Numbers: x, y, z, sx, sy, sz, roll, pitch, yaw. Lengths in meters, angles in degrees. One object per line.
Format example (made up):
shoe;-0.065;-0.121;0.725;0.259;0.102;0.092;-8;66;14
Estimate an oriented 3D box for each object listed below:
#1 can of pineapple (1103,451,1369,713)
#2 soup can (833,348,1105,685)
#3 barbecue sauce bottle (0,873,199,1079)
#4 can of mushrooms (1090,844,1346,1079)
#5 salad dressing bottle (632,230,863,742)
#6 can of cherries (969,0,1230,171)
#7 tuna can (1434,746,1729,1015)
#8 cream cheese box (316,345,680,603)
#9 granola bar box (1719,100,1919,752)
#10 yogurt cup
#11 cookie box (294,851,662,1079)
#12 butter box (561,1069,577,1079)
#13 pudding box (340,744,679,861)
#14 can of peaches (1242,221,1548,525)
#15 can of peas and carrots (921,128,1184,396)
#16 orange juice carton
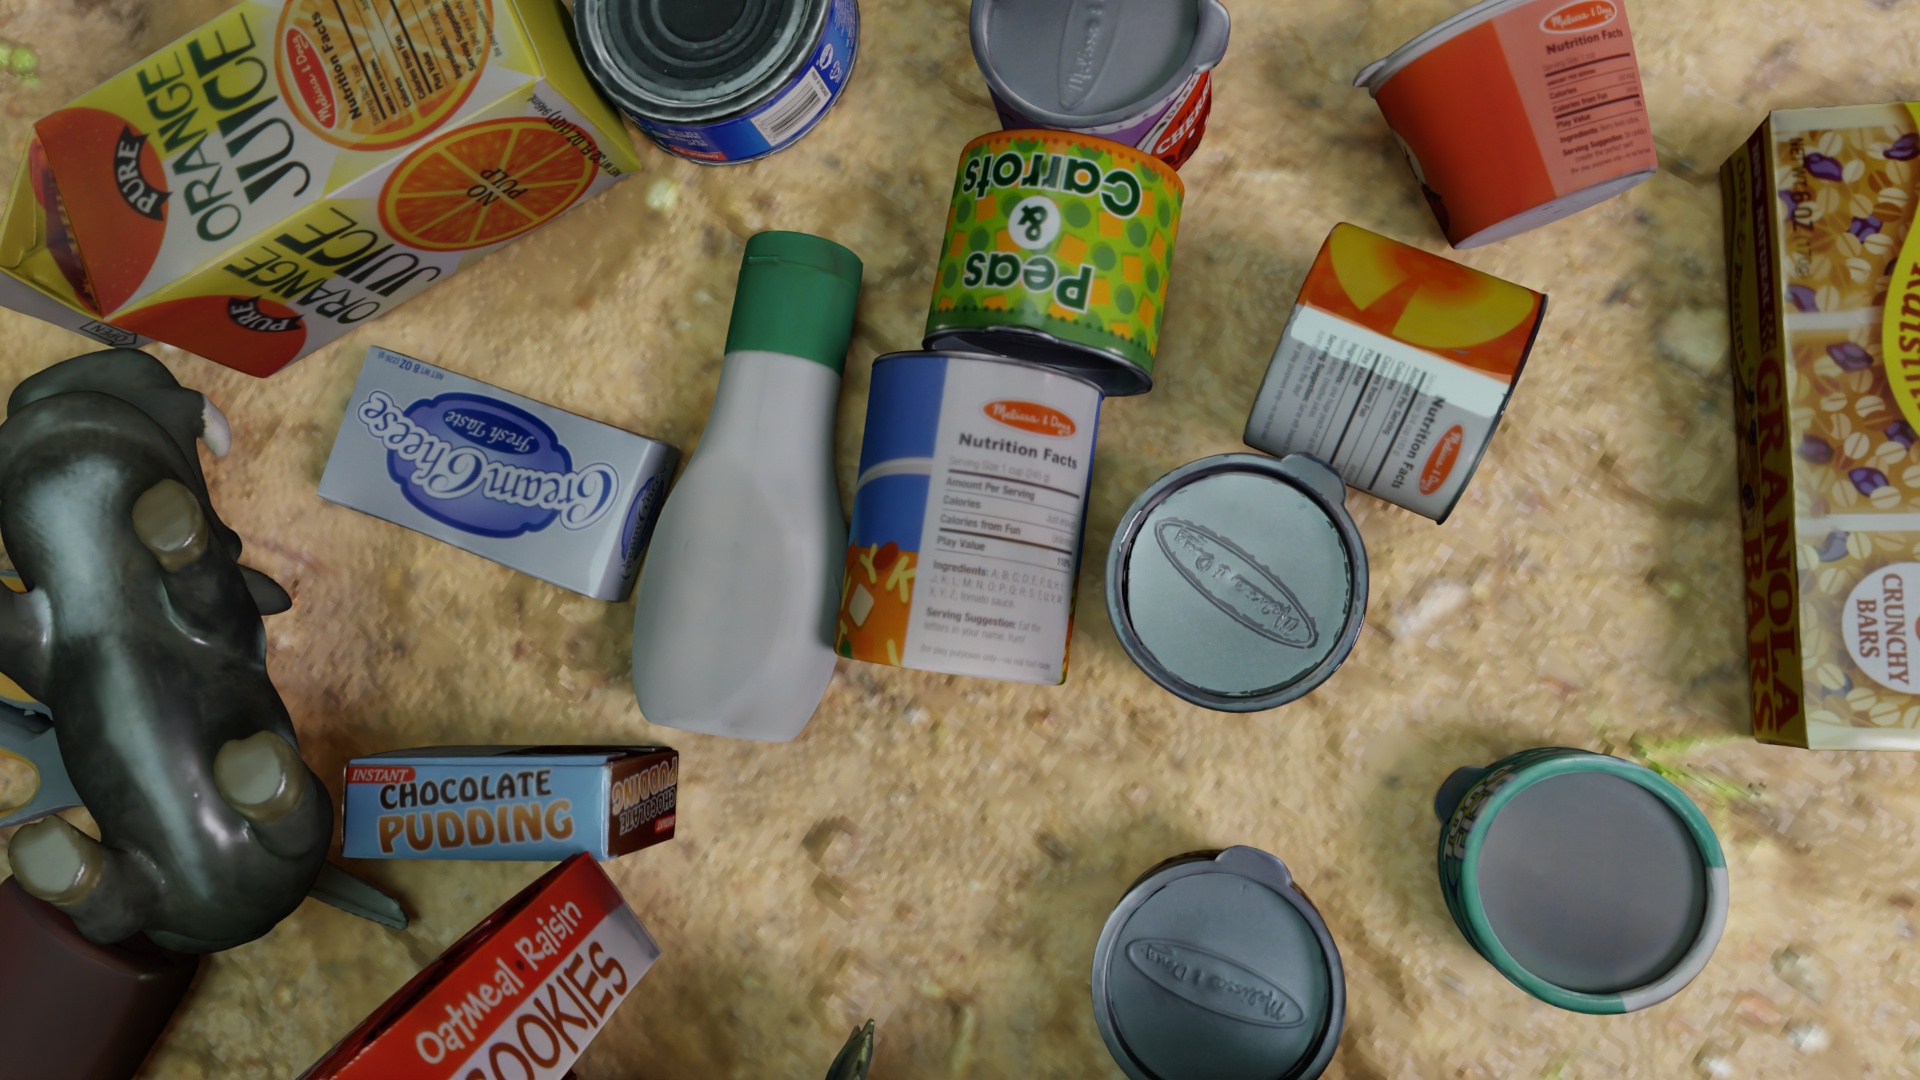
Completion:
can of pineapple;0.076;0.012;0.377;0.071;0.058;0.071;-1;83;10
soup can;0.001;-0.005;0.391;0.071;0.071;0.084;7;86;11
barbecue sauce bottle;-0.304;0.179;0.433;0.065;0.043;0.148;32;90;11
can of mushrooms;0.071;0.117;0.378;0.071;0.033;0.071;-1;83;11
salad dressing bottle;-0.059;-0.016;0.412;0.064;0.044;0.148;5;81;30
can of cherries;0.042;-0.138;0.402;0.071;0.058;0.071;-1;82;10
tuna can;0.160;0.087;0.366;0.071;0.033;0.071;-1;83;10
cream cheese box;-0.146;-0.021;0.439;0.104;0.024;0.053;18;88;12
granola bar box;0.271;-0.028;0.357;0.124;0.039;0.165;0;83;11
yogurt cup;0.152;-0.114;0.377;0.072;0.072;0.054;-19;89;8
cookie box;-0.162;0.157;0.332;0.167;0.123;0.040;-40;92;10
butter box;-0.160;0.196;0.415;0.103;0.024;0.053;-15;81;9
pudding box;-0.132;0.077;0.411;0.084;0.049;0.030;-2;85;10
can of peaches;0.116;-0.046;0.375;0.058;0.071;0.071;24;88;12
can of peas and carrots;0.026;-0.077;0.391;0.071;0.071;0.059;10;85;11
orange juice carton;-0.209;-0.113;0.437;0.192;0.072;0.073;-27;79;6
